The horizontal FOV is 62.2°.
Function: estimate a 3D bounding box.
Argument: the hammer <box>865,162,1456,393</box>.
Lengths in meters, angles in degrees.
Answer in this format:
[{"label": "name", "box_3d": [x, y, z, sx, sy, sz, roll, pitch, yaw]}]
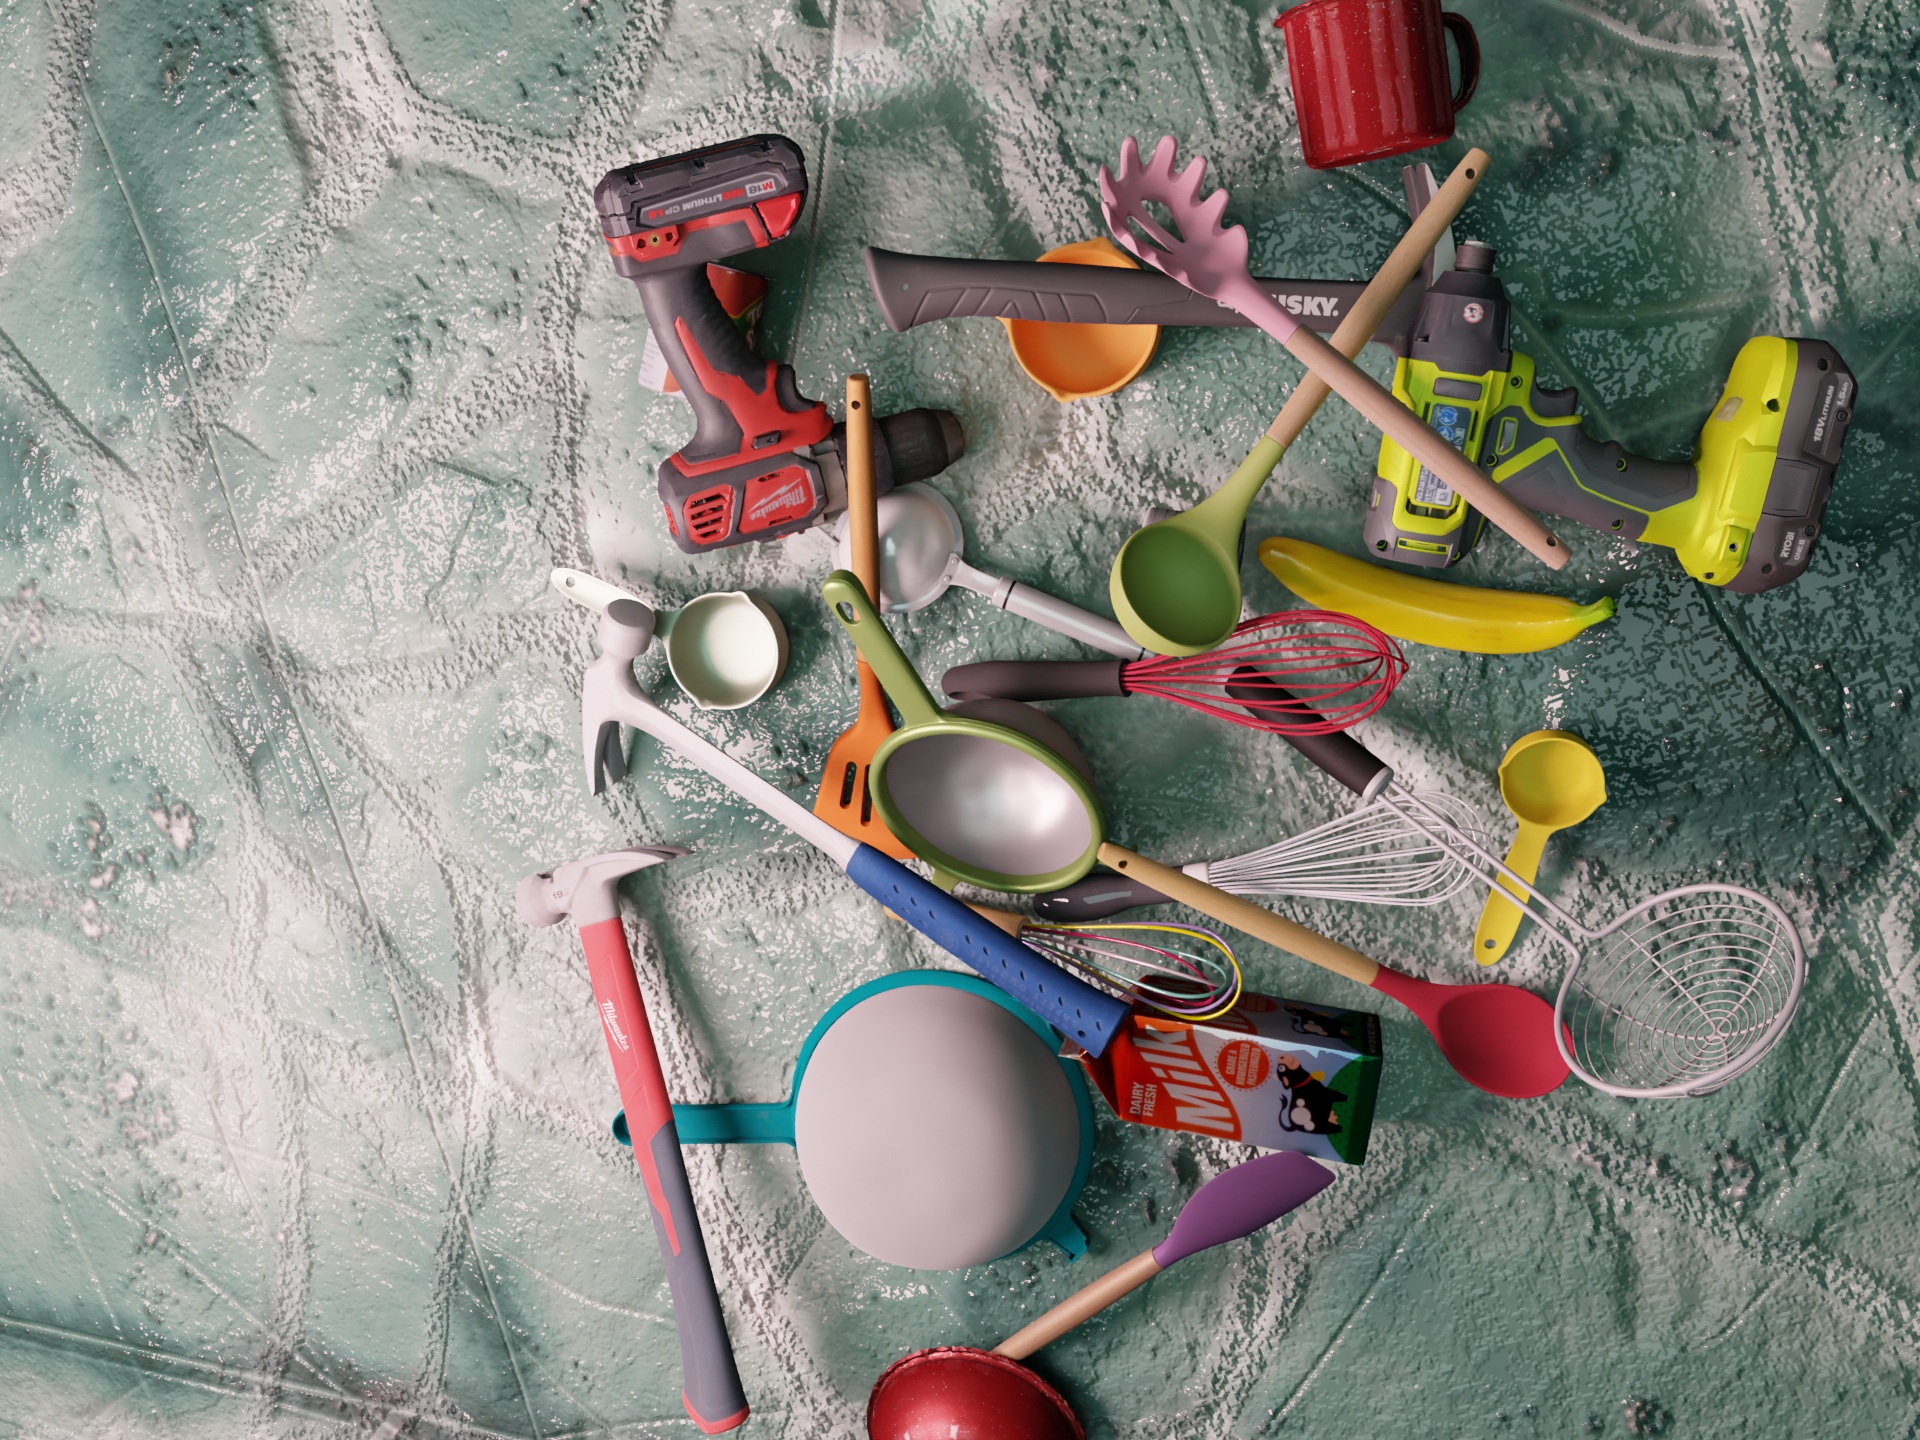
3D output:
[{"label": "hammer", "box_3d": [0.114, -0.241, 0.884, 0.334, 0.035, 0.146, 2, 105, -6]}]

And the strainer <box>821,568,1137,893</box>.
[{"label": "strainer", "box_3d": [-0.002, -0.003, 0.958, 0.151, 0.069, 0.256, -11, 126, 34]}]

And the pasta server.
[{"label": "pasta server", "box_3d": [0.197, -0.187, 0.831, 0.316, 0.040, 0.060, 41, 80, 3]}]

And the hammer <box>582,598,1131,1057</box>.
[{"label": "hammer", "box_3d": [-0.076, 0.083, 0.994, 0.405, 0.035, 0.144, 33, 129, 13]}]

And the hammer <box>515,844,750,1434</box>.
[{"label": "hammer", "box_3d": [-0.192, 0.276, 1.056, 0.143, 0.038, 0.386, -17, 86, 32]}]

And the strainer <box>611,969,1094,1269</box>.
[{"label": "strainer", "box_3d": [-0.085, 0.281, 1.050, 0.340, 0.095, 0.211, -4, 99, 13]}]

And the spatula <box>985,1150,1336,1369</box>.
[{"label": "spatula", "box_3d": [0.109, 0.357, 1.026, 0.059, 0.018, 0.316, 33, 121, -22]}]

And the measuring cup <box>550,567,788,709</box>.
[{"label": "measuring cup", "box_3d": [-0.189, -0.065, 1.043, 0.167, 0.038, 0.083, 24, 105, 10]}]

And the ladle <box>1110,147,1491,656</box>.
[{"label": "ladle", "box_3d": [0.190, -0.173, 0.864, 0.078, 0.062, 0.320, 34, 98, -8]}]

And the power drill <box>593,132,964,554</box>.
[{"label": "power drill", "box_3d": [-0.105, -0.221, 0.933, 0.188, 0.080, 0.226, -17, 115, -9]}]

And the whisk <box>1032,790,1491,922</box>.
[{"label": "whisk", "box_3d": [0.179, 0.094, 0.978, 0.284, 0.070, 0.070, -11, 98, 20]}]

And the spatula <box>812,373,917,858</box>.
[{"label": "spatula", "box_3d": [-0.059, -0.055, 0.981, 0.081, 0.041, 0.322, 8, 124, 12]}]

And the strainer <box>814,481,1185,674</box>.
[{"label": "strainer", "box_3d": [0.020, -0.084, 0.989, 0.258, 0.050, 0.087, 23, 91, 5]}]

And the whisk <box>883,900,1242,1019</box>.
[{"label": "whisk", "box_3d": [0.058, 0.141, 0.993, 0.245, 0.051, 0.047, 9, 126, 28]}]

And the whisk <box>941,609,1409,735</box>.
[{"label": "whisk", "box_3d": [0.116, -0.025, 0.939, 0.296, 0.073, 0.073, -1, 100, 31]}]

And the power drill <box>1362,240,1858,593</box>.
[{"label": "power drill", "box_3d": [0.345, -0.159, 0.859, 0.223, 0.080, 0.171, 9, 105, 5]}]

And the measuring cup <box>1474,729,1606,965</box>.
[{"label": "measuring cup", "box_3d": [0.337, 0.076, 0.954, 0.062, 0.029, 0.156, 16, 115, 10]}]

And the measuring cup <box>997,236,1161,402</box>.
[{"label": "measuring cup", "box_3d": [0.036, -0.246, 0.948, 0.173, 0.052, 0.095, 16, 104, 12]}]

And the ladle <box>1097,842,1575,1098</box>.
[{"label": "ladle", "box_3d": [0.224, 0.143, 0.955, 0.315, 0.031, 0.069, 25, 105, -6]}]

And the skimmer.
[{"label": "skimmer", "box_3d": [0.269, 0.060, 0.854, 0.127, 0.090, 0.364, -47, 59, -3]}]
